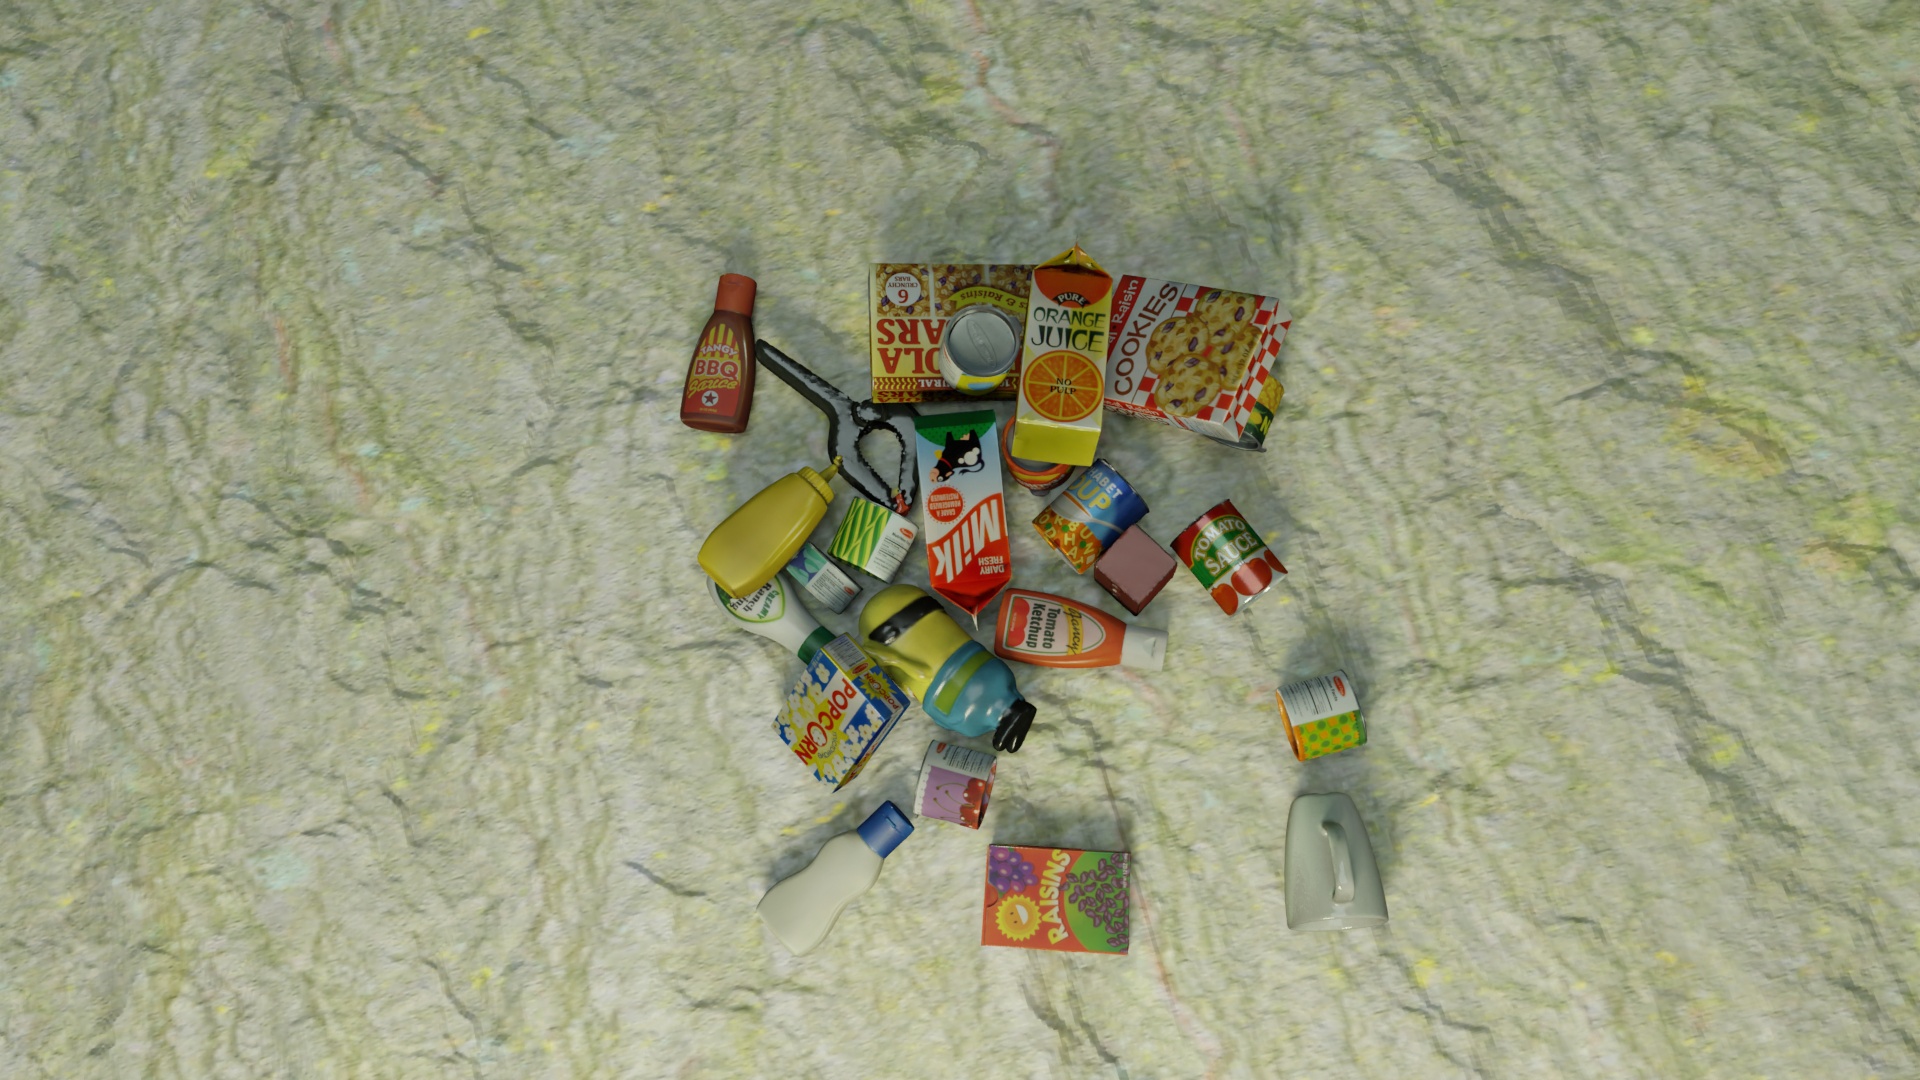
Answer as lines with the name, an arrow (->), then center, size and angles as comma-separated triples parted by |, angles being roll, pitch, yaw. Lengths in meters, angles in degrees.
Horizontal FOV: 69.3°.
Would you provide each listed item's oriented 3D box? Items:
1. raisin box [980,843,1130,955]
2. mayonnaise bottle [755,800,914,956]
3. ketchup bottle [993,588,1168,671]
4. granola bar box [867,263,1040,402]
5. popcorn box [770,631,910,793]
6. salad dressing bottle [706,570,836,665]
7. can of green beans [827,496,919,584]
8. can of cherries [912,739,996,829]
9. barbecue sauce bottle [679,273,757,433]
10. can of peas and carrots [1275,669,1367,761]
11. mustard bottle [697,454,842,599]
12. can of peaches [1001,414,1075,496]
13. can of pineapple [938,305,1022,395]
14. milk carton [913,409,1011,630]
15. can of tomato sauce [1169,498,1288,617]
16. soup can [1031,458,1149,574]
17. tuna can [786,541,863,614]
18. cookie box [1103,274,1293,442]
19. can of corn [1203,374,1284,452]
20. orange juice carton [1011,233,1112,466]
raisin box -> 0.083, 0.305, 1.184 | 0.123, 0.040, 0.086 | 2, 80, 8
mayonnaise bottle -> -0.105, 0.290, 1.210 | 0.148, 0.041, 0.065 | -43, 78, -4
ketchup bottle -> 0.107, 0.085, 1.225 | 0.149, 0.043, 0.065 | 10, 79, 8
granola bar box -> -0.001, -0.191, 1.278 | 0.166, 0.039, 0.124 | -1, 78, -7
popcorn box -> -0.105, 0.150, 1.200 | 0.085, 0.126, 0.038 | 46, 43, 13
salad dressing bottle -> -0.163, 0.069, 1.260 | 0.148, 0.044, 0.064 | 38, 82, 12
can of green beans -> -0.079, 0.000, 1.253 | 0.071, 0.071, 0.058 | 25, 83, 11
can of cherries -> -0.005, 0.213, 1.202 | 0.058, 0.071, 0.071 | 13, 81, 8
barbecue sauce bottle -> -0.223, -0.178, 1.319 | 0.065, 0.043, 0.149 | 6, 79, 9
can of peas and carrots -> 0.305, 0.150, 1.177 | 0.059, 0.071, 0.071 | -16, 77, 4
mustard bottle -> -0.160, -0.019, 1.243 | 0.065, 0.048, 0.161 | 43, 74, 11
can of peaches -> 0.072, -0.081, 1.255 | 0.071, 0.058, 0.071 | -1, 78, 6
can of pineapple -> 0.017, -0.167, 1.224 | 0.071, 0.057, 0.071 | 1, 79, -7
milk carton -> 0.004, -0.015, 1.230 | 0.073, 0.072, 0.190 | -6, 87, 0
can of tomato sauce -> 0.234, 0.016, 1.210 | 0.071, 0.071, 0.083 | -37, 77, -1
soup can -> 0.113, -0.023, 1.232 | 0.084, 0.071, 0.071 | -43, 77, -3
tuna can -> -0.124, 0.033, 1.253 | 0.071, 0.071, 0.033 | 41, 87, 13
cookie box -> 0.193, -0.164, 1.230 | 0.167, 0.040, 0.123 | 19, 80, 40
can of corn -> 0.250, -0.119, 1.238 | 0.071, 0.071, 0.058 | 22, 82, 11
orange juice carton -> 0.090, -0.169, 1.214 | 0.073, 0.071, 0.193 | 6, 68, 1
